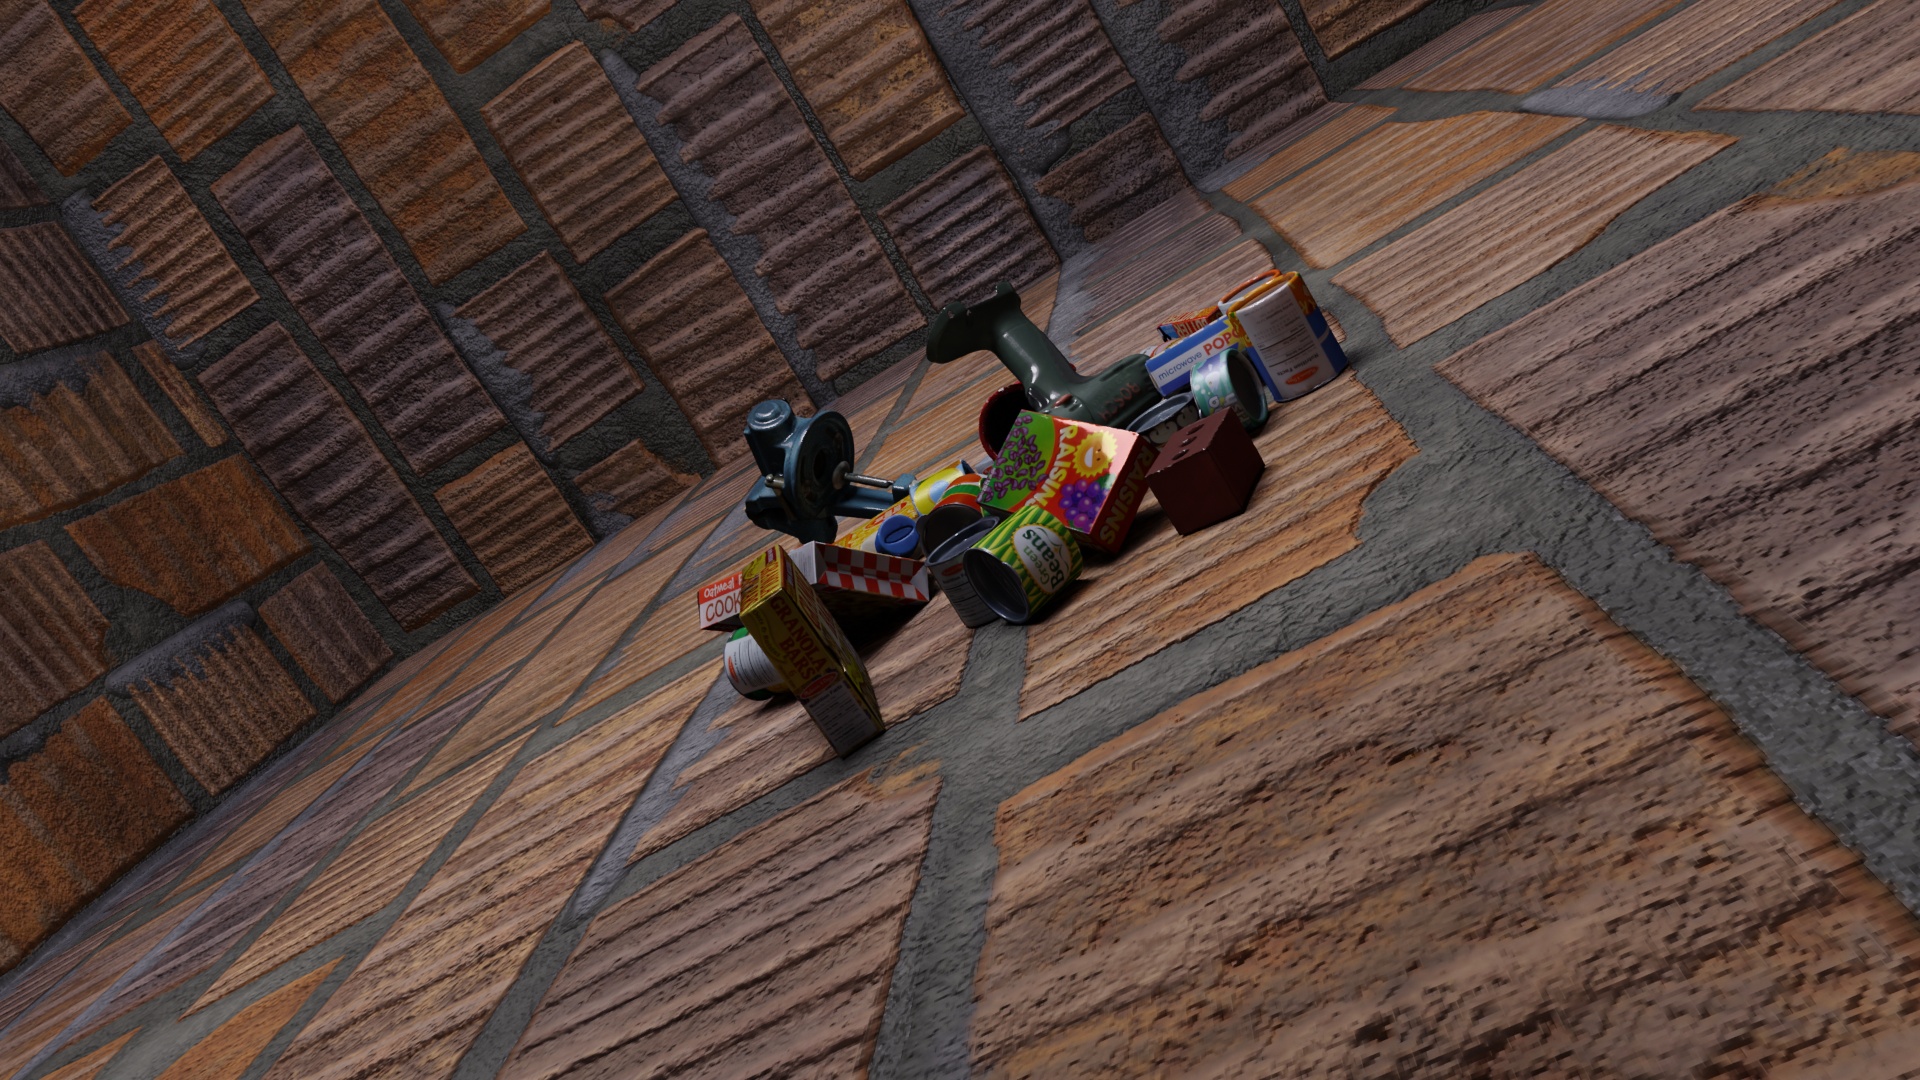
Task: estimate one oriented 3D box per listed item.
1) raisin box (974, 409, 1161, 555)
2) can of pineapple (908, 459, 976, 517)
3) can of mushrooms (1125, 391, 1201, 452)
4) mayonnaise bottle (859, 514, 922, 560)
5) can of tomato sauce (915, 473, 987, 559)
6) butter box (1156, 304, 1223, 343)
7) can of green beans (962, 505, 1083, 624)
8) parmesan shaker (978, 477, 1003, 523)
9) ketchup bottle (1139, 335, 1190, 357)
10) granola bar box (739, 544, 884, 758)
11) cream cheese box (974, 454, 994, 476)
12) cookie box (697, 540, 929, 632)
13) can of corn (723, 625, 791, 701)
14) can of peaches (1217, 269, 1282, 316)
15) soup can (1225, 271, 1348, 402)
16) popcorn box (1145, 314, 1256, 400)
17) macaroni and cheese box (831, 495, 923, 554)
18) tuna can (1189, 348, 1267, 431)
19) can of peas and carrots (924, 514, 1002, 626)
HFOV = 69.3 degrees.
[{"bbox_3d":[0.080,-0.045,1.042,0.123,0.040,0.086,17,76,46],"label":"raisin box"},{"bbox_3d":[-0.008,-0.037,1.315,0.058,0.071,0.071,-29,13,11],"label":"can of pineapple"},{"bbox_3d":[0.177,-0.095,1.173,0.071,0.033,0.071,-31,12,7],"label":"can of mushrooms"},{"bbox_3d":[-0.063,0.008,1.251,0.065,0.041,0.147,-28,-5,-13],"label":"mayonnaise bottle"},{"bbox_3d":[0.004,-0.015,1.202,0.071,0.071,0.083,-28,13,21],"label":"can of tomato sauce"},{"bbox_3d":[0.239,-0.201,1.379,0.024,0.053,0.103,-38,13,-15],"label":"butter box"},{"bbox_3d":[0.045,0.017,0.991,0.058,0.071,0.071,-38,14,-26],"label":"can of green beans"},{"bbox_3d":[0.074,-0.039,1.118,0.103,0.071,0.072,-25,14,29],"label":"parmesan shaker"},{"bbox_3d":[0.214,-0.173,1.355,0.065,0.043,0.149,-40,13,-6],"label":"ketchup bottle"},{"bbox_3d":[-0.110,0.075,1.009,0.039,0.124,0.166,-34,13,-1],"label":"granola bar box"},{"bbox_3d":[0.065,-0.101,1.484,0.053,0.024,0.104,-18,19,44],"label":"cream cheese box"},{"bbox_3d":[-0.129,0.047,1.200,0.123,0.040,0.167,11,-23,-43],"label":"cookie box"},{"bbox_3d":[-0.154,0.096,1.170,0.058,0.071,0.071,-21,17,40],"label":"can of corn"},{"bbox_3d":[0.287,-0.216,1.310,0.071,0.058,0.071,-31,13,8],"label":"can of peaches"},{"bbox_3d":[0.262,-0.164,1.116,0.071,0.083,0.071,-31,12,7],"label":"soup can"},{"bbox_3d":[0.231,-0.165,1.225,0.126,0.038,0.085,-30,-14,12],"label":"popcorn box"},{"bbox_3d":[-0.101,0.017,1.397,0.166,0.040,0.124,-31,12,3],"label":"macaroni and cheese box"},{"bbox_3d":[0.211,-0.114,1.089,0.032,0.071,0.071,-24,15,33],"label":"tuna can"},{"bbox_3d":[0.017,0.022,1.053,0.071,0.058,0.071,-30,12,7],"label":"can of peas and carrots"}]
